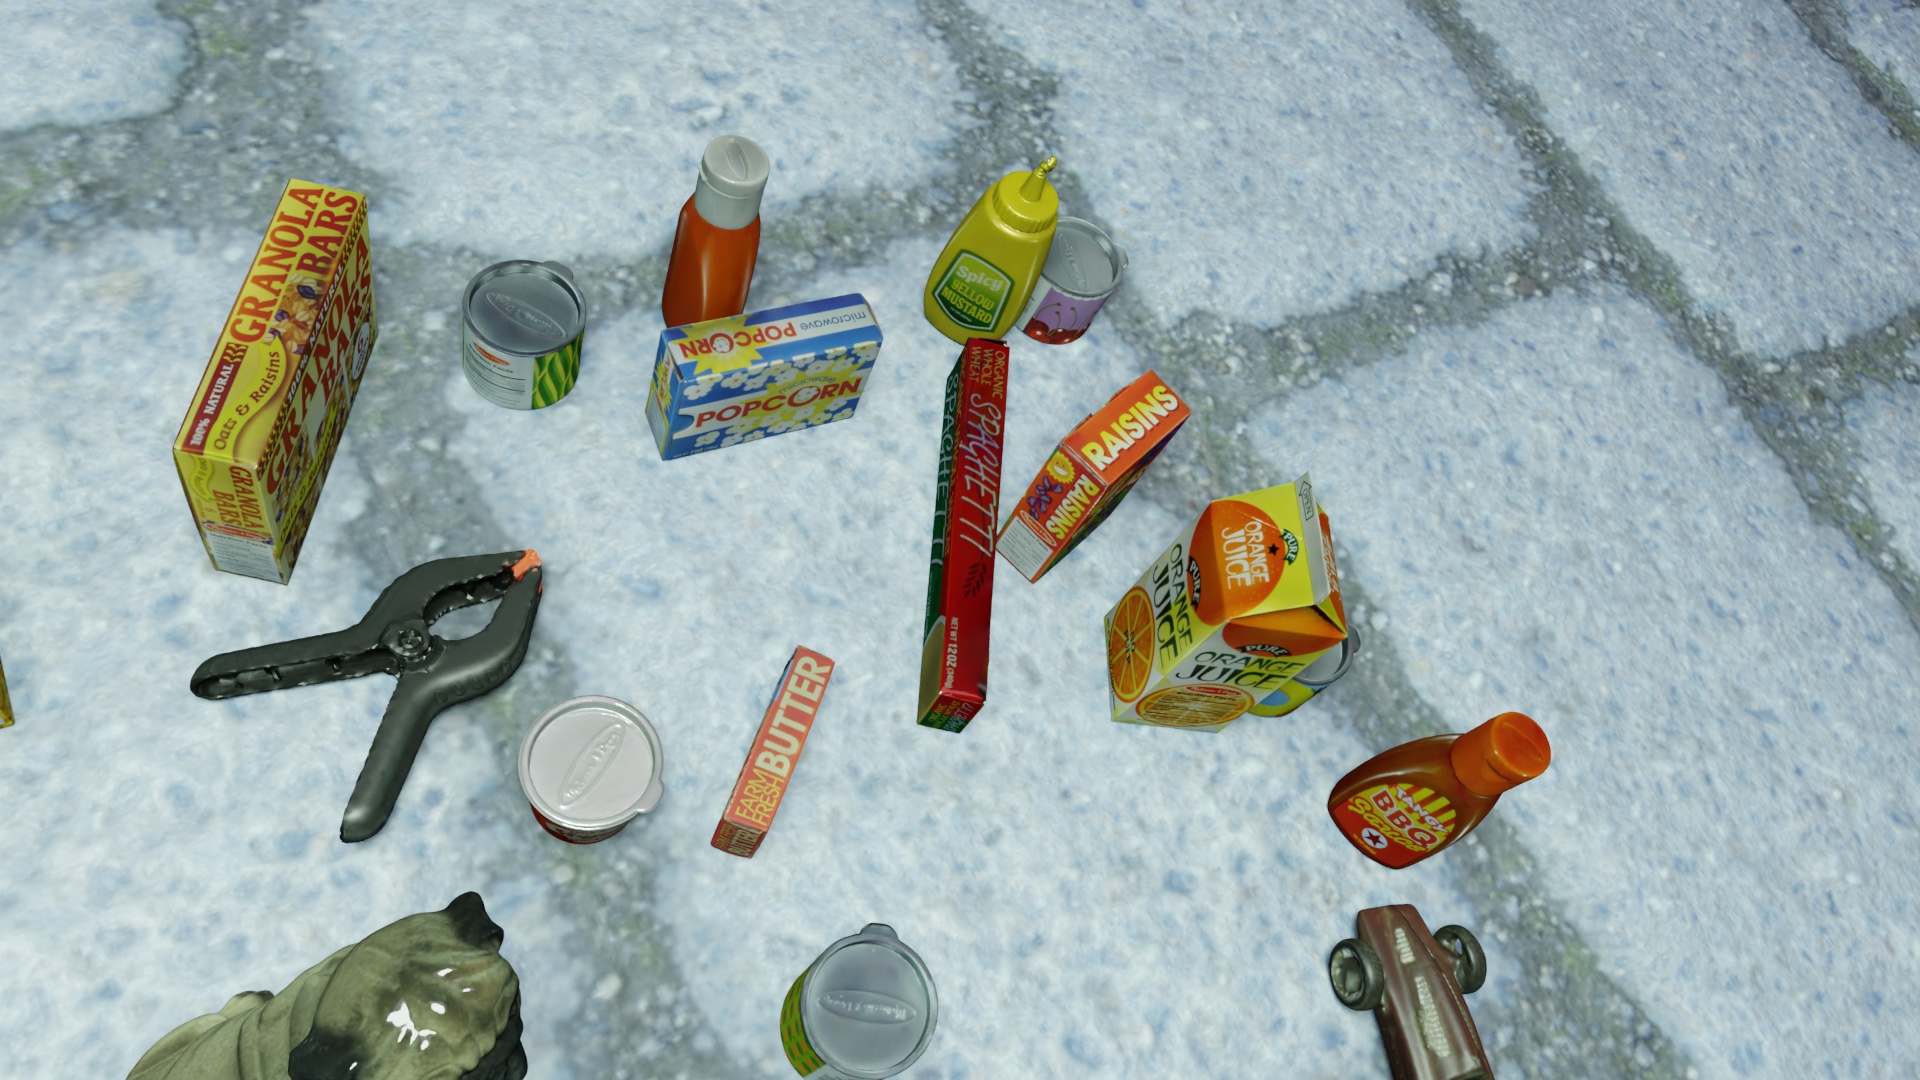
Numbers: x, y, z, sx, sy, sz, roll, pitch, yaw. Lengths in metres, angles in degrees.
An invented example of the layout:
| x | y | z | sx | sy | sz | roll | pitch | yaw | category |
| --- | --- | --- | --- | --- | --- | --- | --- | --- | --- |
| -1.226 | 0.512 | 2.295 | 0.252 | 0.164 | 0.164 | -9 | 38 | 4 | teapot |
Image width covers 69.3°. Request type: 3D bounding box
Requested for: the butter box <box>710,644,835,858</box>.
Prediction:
| x | y | z | sx | sy | sz | roll | pitch | yaw | category |
| --- | --- | --- | --- | --- | --- | --- | --- | --- | --- |
| -0.098 | 0.111 | 0.724 | 0.024 | 0.053 | 0.104 | 24 | 57 | -6 | butter box |

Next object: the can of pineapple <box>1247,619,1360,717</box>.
| x | y | z | sx | sy | sz | roll | pitch | yaw | category |
| --- | --- | --- | --- | --- | --- | --- | --- | --- | --- |
| 0.198 | 0.069 | 0.849 | 0.071 | 0.057 | 0.071 | 9 | 60 | -15 | can of pineapple |

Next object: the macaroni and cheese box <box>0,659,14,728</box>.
| x | y | z | sx | sy | sz | roll | pitch | yaw | category |
| --- | --- | --- | --- | --- | --- | --- | --- | --- | --- |
| -0.457 | 0.001 | 0.590 | 0.040 | 0.165 | 0.124 | -17 | 69 | -26 | macaroni and cheese box |

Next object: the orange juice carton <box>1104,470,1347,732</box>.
| x | y | z | sx | sy | sz | roll | pitch | yaw | category |
| --- | --- | --- | --- | --- | --- | --- | --- | --- | --- |
| 0.150 | 0.039 | 0.769 | 0.073 | 0.191 | 0.072 | 8 | 60 | -16 | orange juice carton |

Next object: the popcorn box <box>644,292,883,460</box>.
| x | y | z | sx | sy | sz | roll | pitch | yaw | category |
| --- | --- | --- | --- | --- | --- | --- | --- | --- | --- |
| -0.115 | -0.096 | 0.814 | 0.127 | 0.084 | 0.038 | -16 | 69 | -26 | popcorn box |

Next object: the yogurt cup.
| x | y | z | sx | sy | sz | roll | pitch | yaw | category |
| --- | --- | --- | --- | --- | --- | --- | --- | --- | --- |
| -0.185 | 0.117 | 0.689 | 0.072 | 0.053 | 0.073 | 9 | 60 | -15 | yogurt cup |

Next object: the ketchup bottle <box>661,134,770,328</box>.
| x | y | z | sx | sy | sz | roll | pitch | yaw | category |
| --- | --- | --- | --- | --- | --- | --- | --- | --- | --- |
| -0.143 | -0.171 | 0.808 | 0.044 | 0.148 | 0.065 | -12 | 67 | -25 | ketchup bottle |

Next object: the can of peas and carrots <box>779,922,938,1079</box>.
| x | y | z | sx | sy | sz | roll | pitch | yaw | category |
| --- | --- | --- | --- | --- | --- | --- | --- | --- | --- |
| -0.050 | 0.227 | 0.673 | 0.071 | 0.058 | 0.071 | 9 | 60 | -15 | can of peas and carrots |

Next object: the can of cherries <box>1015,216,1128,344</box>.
| x | y | z | sx | sy | sz | roll | pitch | yaw | category |
| --- | --- | --- | --- | --- | --- | --- | --- | --- | --- |
| 0.071 | -0.174 | 0.940 | 0.071 | 0.058 | 0.072 | 9 | 60 | -15 | can of cherries |

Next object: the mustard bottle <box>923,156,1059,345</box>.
| x | y | z | sx | sy | sz | roll | pitch | yaw | category |
| --- | --- | --- | --- | --- | --- | --- | --- | --- | --- |
| 0.025 | -0.184 | 0.868 | 0.065 | 0.159 | 0.049 | 31 | 57 | -2 | mustard bottle |

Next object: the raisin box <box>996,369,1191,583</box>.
| x | y | z | sx | sy | sz | roll | pitch | yaw | category |
| --- | --- | --- | --- | --- | --- | --- | --- | --- | --- |
| 0.076 | -0.037 | 0.826 | 0.040 | 0.122 | 0.086 | 46 | 58 | 8 | raisin box |

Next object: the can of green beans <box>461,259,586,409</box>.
| x | y | z | sx | sy | sz | roll | pitch | yaw | category |
| --- | --- | --- | --- | --- | --- | --- | --- | --- | --- |
| -0.250 | -0.117 | 0.794 | 0.071 | 0.057 | 0.071 | 9 | 60 | -15 | can of green beans |

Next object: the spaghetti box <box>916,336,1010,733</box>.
| x | y | z | sx | sy | sz | roll | pitch | yaw | category |
| --- | --- | --- | --- | --- | --- | --- | --- | --- | --- |
| 0.003 | -0.010 | 0.829 | 0.029 | 0.050 | 0.251 | 12 | 59 | -13 | spaghetti box |

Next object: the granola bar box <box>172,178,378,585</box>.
| x | y | z | sx | sy | sz | roll | pitch | yaw | category |
| --- | --- | --- | --- | --- | --- | --- | --- | --- | --- |
| -0.340 | -0.079 | 0.701 | 0.039 | 0.123 | 0.166 | 13 | 59 | -13 | granola bar box |

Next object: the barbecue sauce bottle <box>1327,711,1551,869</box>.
| x | y | z | sx | sy | sz | roll | pitch | yaw | category |
| --- | --- | --- | --- | --- | --- | --- | --- | --- | --- |
| 0.270 | 0.138 | 0.783 | 0.065 | 0.147 | 0.044 | 42 | 57 | 6 | barbecue sauce bottle |
